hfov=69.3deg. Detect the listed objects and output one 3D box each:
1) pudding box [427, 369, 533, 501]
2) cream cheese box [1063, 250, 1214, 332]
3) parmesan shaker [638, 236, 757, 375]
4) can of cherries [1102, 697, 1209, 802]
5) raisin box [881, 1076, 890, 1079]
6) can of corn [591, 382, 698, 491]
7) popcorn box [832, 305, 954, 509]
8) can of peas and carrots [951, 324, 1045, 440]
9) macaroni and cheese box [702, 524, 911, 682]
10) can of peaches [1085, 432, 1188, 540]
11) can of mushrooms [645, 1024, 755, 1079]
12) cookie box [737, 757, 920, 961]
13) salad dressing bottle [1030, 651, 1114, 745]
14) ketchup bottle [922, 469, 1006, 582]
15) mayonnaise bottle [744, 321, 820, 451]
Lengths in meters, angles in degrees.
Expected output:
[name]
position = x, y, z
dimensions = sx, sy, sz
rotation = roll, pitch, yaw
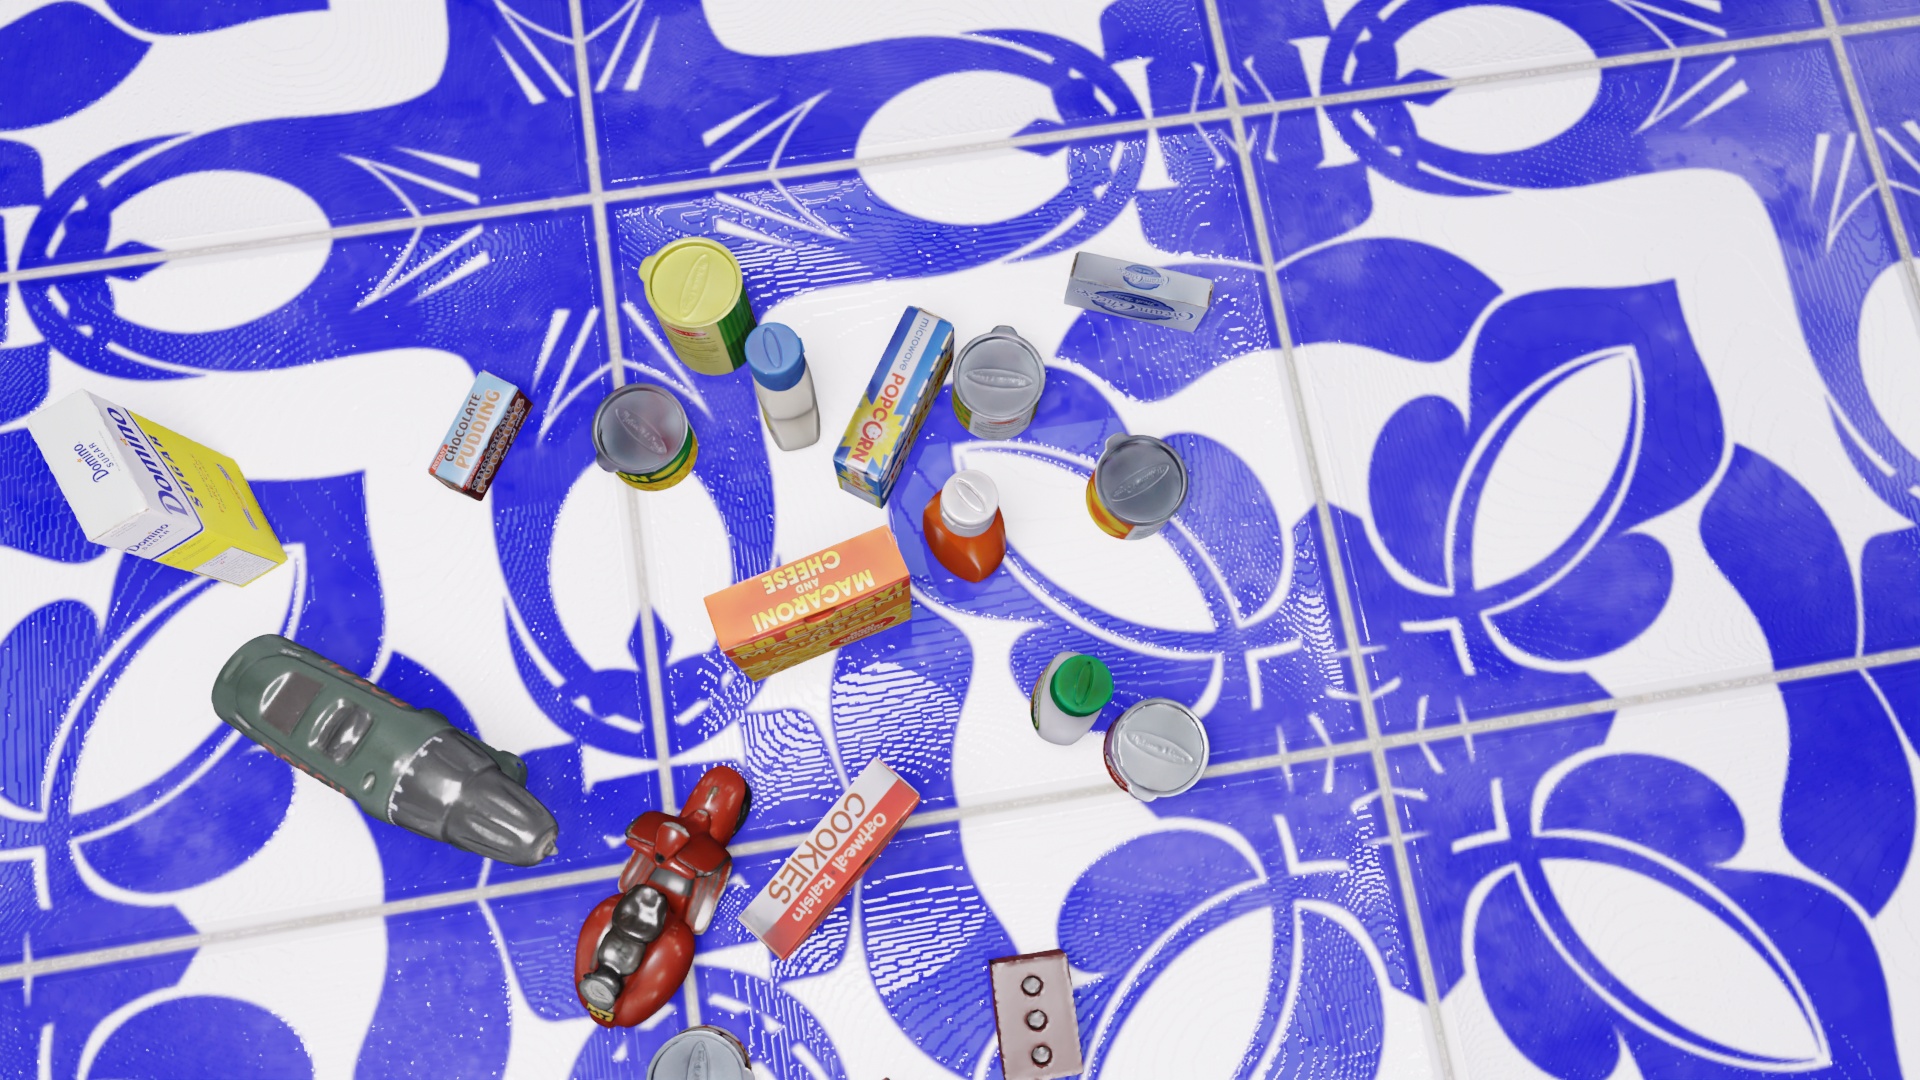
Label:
[pudding box]
position = -0.343, -0.075, 0.994
dimensions = 0.030, 0.049, 0.084
rotation = 24, 78, 3
[cream cheese box]
position = 0.131, -0.184, 1.032
dimensions = 0.104, 0.053, 0.024
rotation = 13, 78, 1
[parmesan shaker]
position = -0.185, -0.166, 0.992
dimensions = 0.071, 0.103, 0.071
rotation = 0, 78, -2
[can of cherries]
position = 0.132, 0.146, 0.958
dimensions = 0.071, 0.058, 0.071
rotation = 0, 78, -2
[raisin box]
position = -0.040, 0.392, 0.865
dimensions = 0.040, 0.123, 0.086
rotation = -29, 81, -7
[can of corn]
position = -0.226, -0.071, 0.992
dimensions = 0.071, 0.058, 0.071
rotation = 0, 78, -2
[popcorn box]
position = -0.046, -0.094, 0.990
dimensions = 0.038, 0.085, 0.127
rotation = 24, 78, 3
[can of peas and carrots]
position = 0.027, -0.114, 1.010
dimensions = 0.071, 0.058, 0.071
rotation = 0, 78, -2
[macaroni and cheese box]
position = -0.094, 0.046, 0.916
dimensions = 0.124, 0.166, 0.040
rotation = -22, 80, -6
[can of peaches]
position = 0.124, -0.039, 0.998
dimensions = 0.071, 0.058, 0.071
rotation = 0, 78, -2
[can of mushrooms]
position = -0.169, 0.355, 0.914
dimensions = 0.071, 0.033, 0.071
rotation = 0, 78, -2
[cookie box]
position = -0.077, 0.200, 0.883
dimensions = 0.040, 0.167, 0.123
rotation = 39, 80, 6
[salad dressing bottle]
position = 0.074, 0.101, 0.920
dimensions = 0.044, 0.147, 0.064
rotation = 16, 78, 1
[ketchup bottle]
position = 0.003, -0.012, 0.941
dimensions = 0.043, 0.148, 0.065
rotation = -42, 83, -9
[mayonnaise bottle]
position = -0.123, -0.109, 0.959
dimensions = 0.041, 0.148, 0.065
rotation = -16, 79, -5
